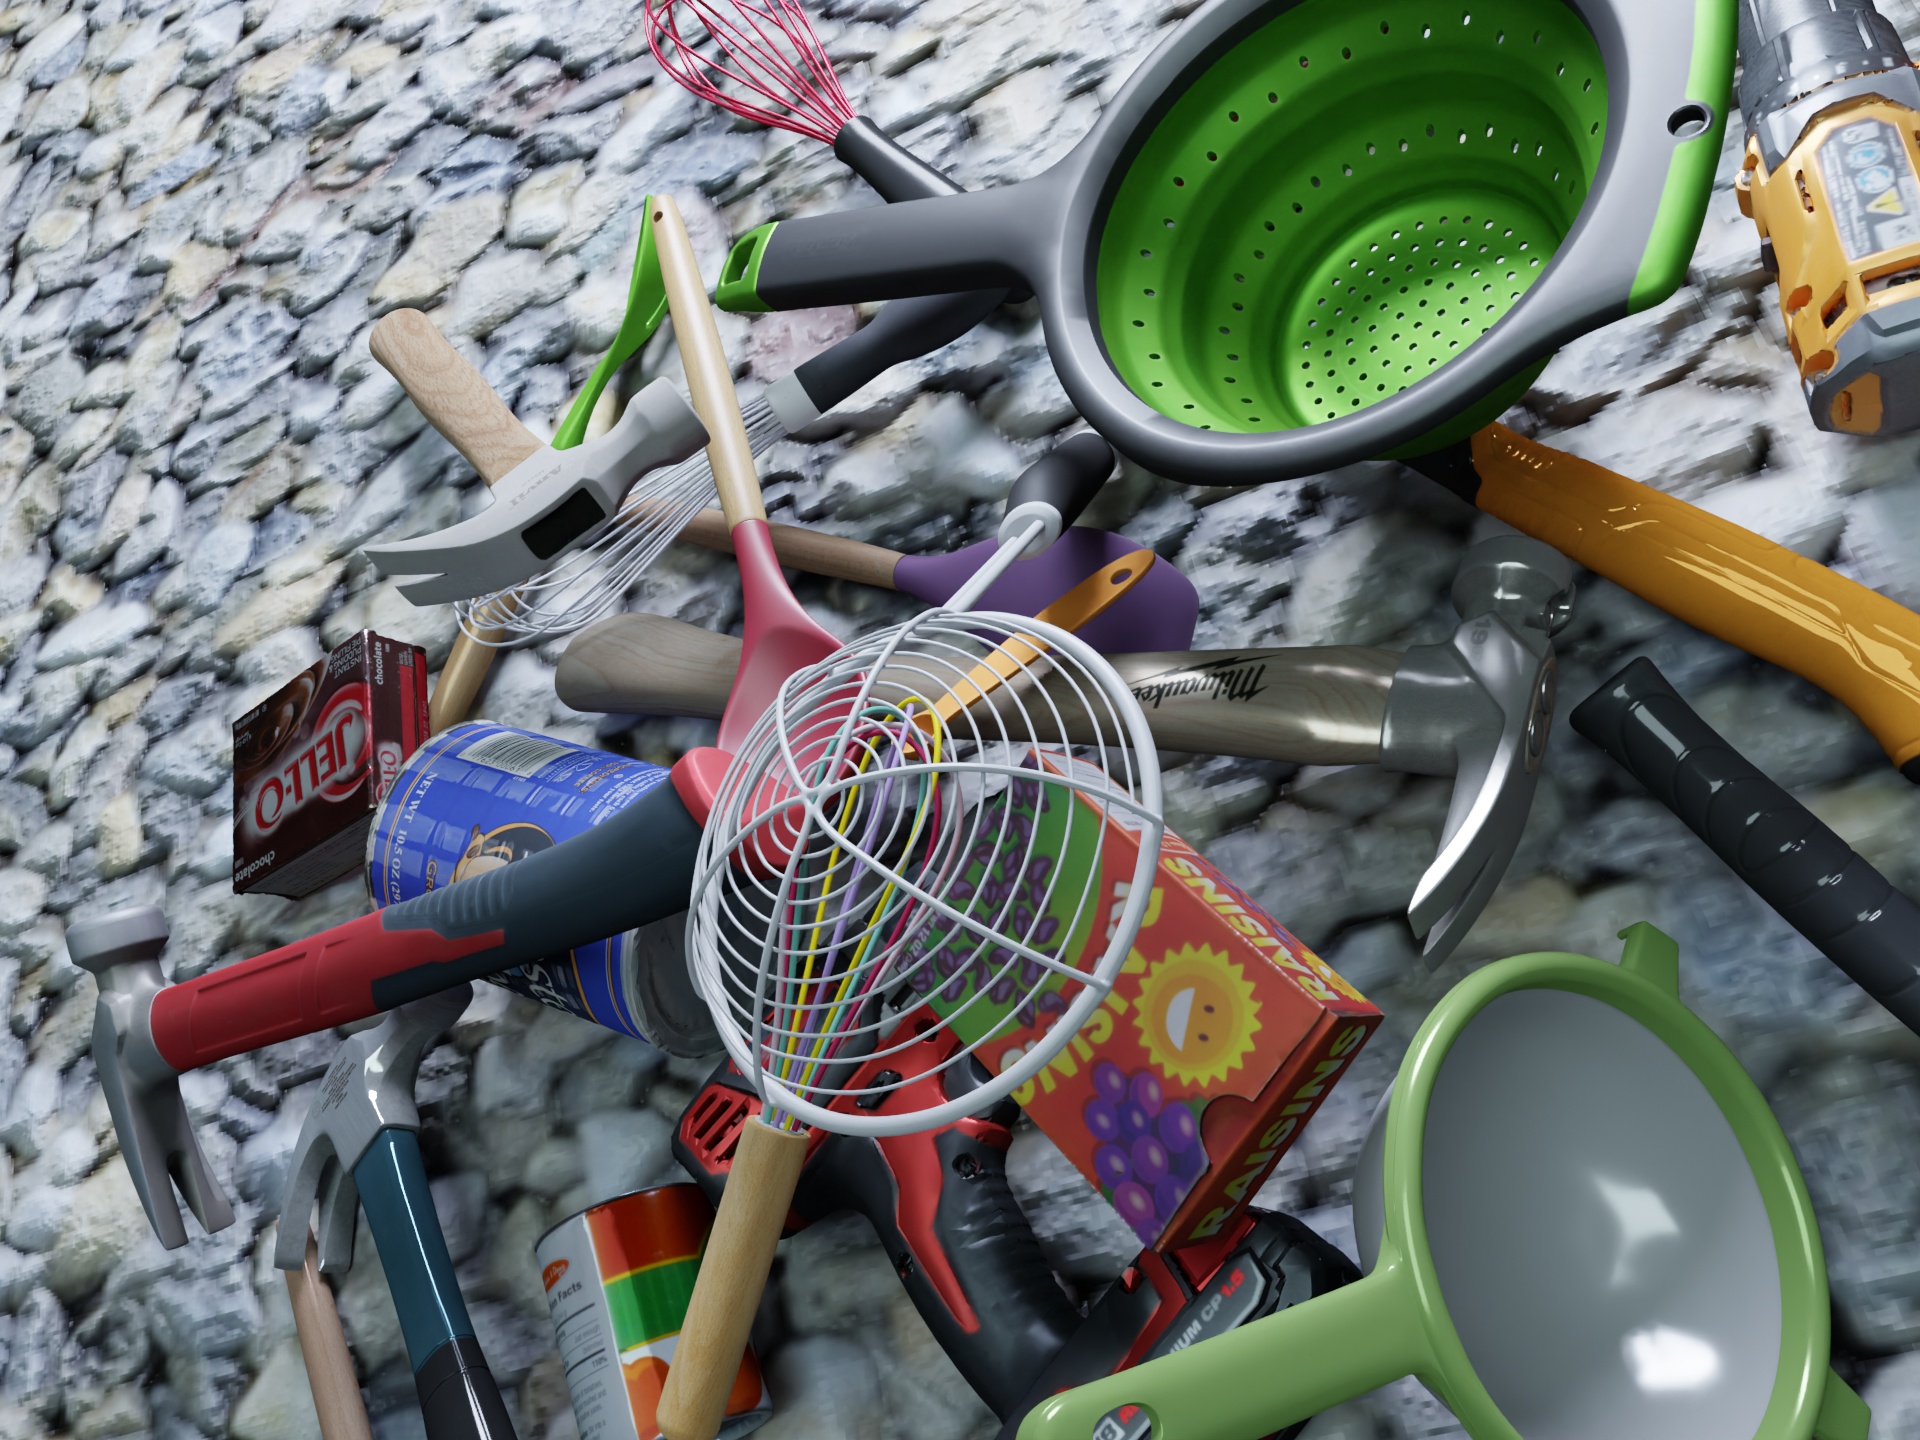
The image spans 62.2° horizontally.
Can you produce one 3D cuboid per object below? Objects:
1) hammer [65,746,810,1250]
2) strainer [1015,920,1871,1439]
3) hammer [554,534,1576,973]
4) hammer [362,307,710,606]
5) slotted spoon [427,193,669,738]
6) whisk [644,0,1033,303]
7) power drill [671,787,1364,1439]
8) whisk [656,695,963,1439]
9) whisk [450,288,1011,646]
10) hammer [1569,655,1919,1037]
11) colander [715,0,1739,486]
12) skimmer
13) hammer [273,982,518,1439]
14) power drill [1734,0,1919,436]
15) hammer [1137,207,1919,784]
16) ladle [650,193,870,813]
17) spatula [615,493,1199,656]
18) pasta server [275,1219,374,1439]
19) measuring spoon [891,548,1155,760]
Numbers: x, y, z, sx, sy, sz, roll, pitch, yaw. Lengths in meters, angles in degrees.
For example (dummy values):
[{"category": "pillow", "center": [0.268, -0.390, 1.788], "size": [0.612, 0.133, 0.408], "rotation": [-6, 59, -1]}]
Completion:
[{"category": "hammer", "center": [-0.202, 0.101, 0.577], "size": [0.386, 0.038, 0.143], "rotation": [-20, 86, 33]}, {"category": "strainer", "center": [0.116, 0.152, 0.419], "size": [0.069, 0.256, 0.152], "rotation": [-42, 61, 57]}, {"category": "hammer", "center": [-0.001, -0.002, 0.584], "size": [0.411, 0.038, 0.146], "rotation": [3, 52, 33]}, {"category": "hammer", "center": [-0.223, -0.136, 0.712], "size": [0.130, 0.031, 0.332], "rotation": [-39, 37, -8]}, {"category": "slotted spoon", "center": [-0.198, -0.101, 0.751], "size": [0.314, 0.031, 0.070], "rotation": [-67, 15, -4]}, {"category": "whisk", "center": [-0.061, -0.282, 0.742], "size": [0.073, 0.073, 0.296], "rotation": [-45, 65, 4]}, {"category": "power drill", "center": [0.027, 0.138, 0.529], "size": [0.188, 0.080, 0.227], "rotation": [-49, 54, -6]}, {"category": "whisk", "center": [-0.050, 0.108, 0.503], "size": [0.047, 0.051, 0.245], "rotation": [15, 85, 32]}, {"category": "whisk", "center": [-0.098, -0.117, 0.677], "size": [0.284, 0.070, 0.070], "rotation": [-31, 61, 6]}, {"category": "hammer", "center": [0.279, 0.095, 0.411], "size": [0.035, 0.146, 0.335], "rotation": [-42, 47, 10]}, {"category": "colander", "center": [0.072, -0.160, 0.576], "size": [0.397, 0.094, 0.204], "rotation": [6, 74, 39]}, {"category": "skimmer", "center": [0.021, -0.017, 0.486], "size": [0.127, 0.363, 0.090], "rotation": [-24, 103, 23]}, {"category": "hammer", "center": [-0.182, 0.243, 0.575], "size": [0.128, 0.033, 0.331], "rotation": [-51, 47, 14]}, {"category": "power drill", "center": [0.364, -0.202, 0.493], "size": [0.226, 0.084, 0.185], "rotation": [-14, 64, 26]}, {"category": "hammer", "center": [0.202, -0.088, 0.552], "size": [0.337, 0.034, 0.127], "rotation": [38, 91, 32]}, {"category": "ladle", "center": [-0.089, -0.094, 0.621], "size": [0.069, 0.031, 0.316], "rotation": [-28, 60, 19]}, {"category": "spatula", "center": [-0.045, -0.070, 0.673], "size": [0.316, 0.018, 0.060], "rotation": [15, 95, 30]}, {"category": "pasta server", "center": [-0.222, 0.328, 0.599], "size": [0.060, 0.040, 0.317], "rotation": [-43, 57, 18]}, {"category": "measuring spoon", "center": [0.024, -0.022, 0.555], "size": [0.117, 0.011, 0.021], "rotation": [-38, 34, -11]}]
